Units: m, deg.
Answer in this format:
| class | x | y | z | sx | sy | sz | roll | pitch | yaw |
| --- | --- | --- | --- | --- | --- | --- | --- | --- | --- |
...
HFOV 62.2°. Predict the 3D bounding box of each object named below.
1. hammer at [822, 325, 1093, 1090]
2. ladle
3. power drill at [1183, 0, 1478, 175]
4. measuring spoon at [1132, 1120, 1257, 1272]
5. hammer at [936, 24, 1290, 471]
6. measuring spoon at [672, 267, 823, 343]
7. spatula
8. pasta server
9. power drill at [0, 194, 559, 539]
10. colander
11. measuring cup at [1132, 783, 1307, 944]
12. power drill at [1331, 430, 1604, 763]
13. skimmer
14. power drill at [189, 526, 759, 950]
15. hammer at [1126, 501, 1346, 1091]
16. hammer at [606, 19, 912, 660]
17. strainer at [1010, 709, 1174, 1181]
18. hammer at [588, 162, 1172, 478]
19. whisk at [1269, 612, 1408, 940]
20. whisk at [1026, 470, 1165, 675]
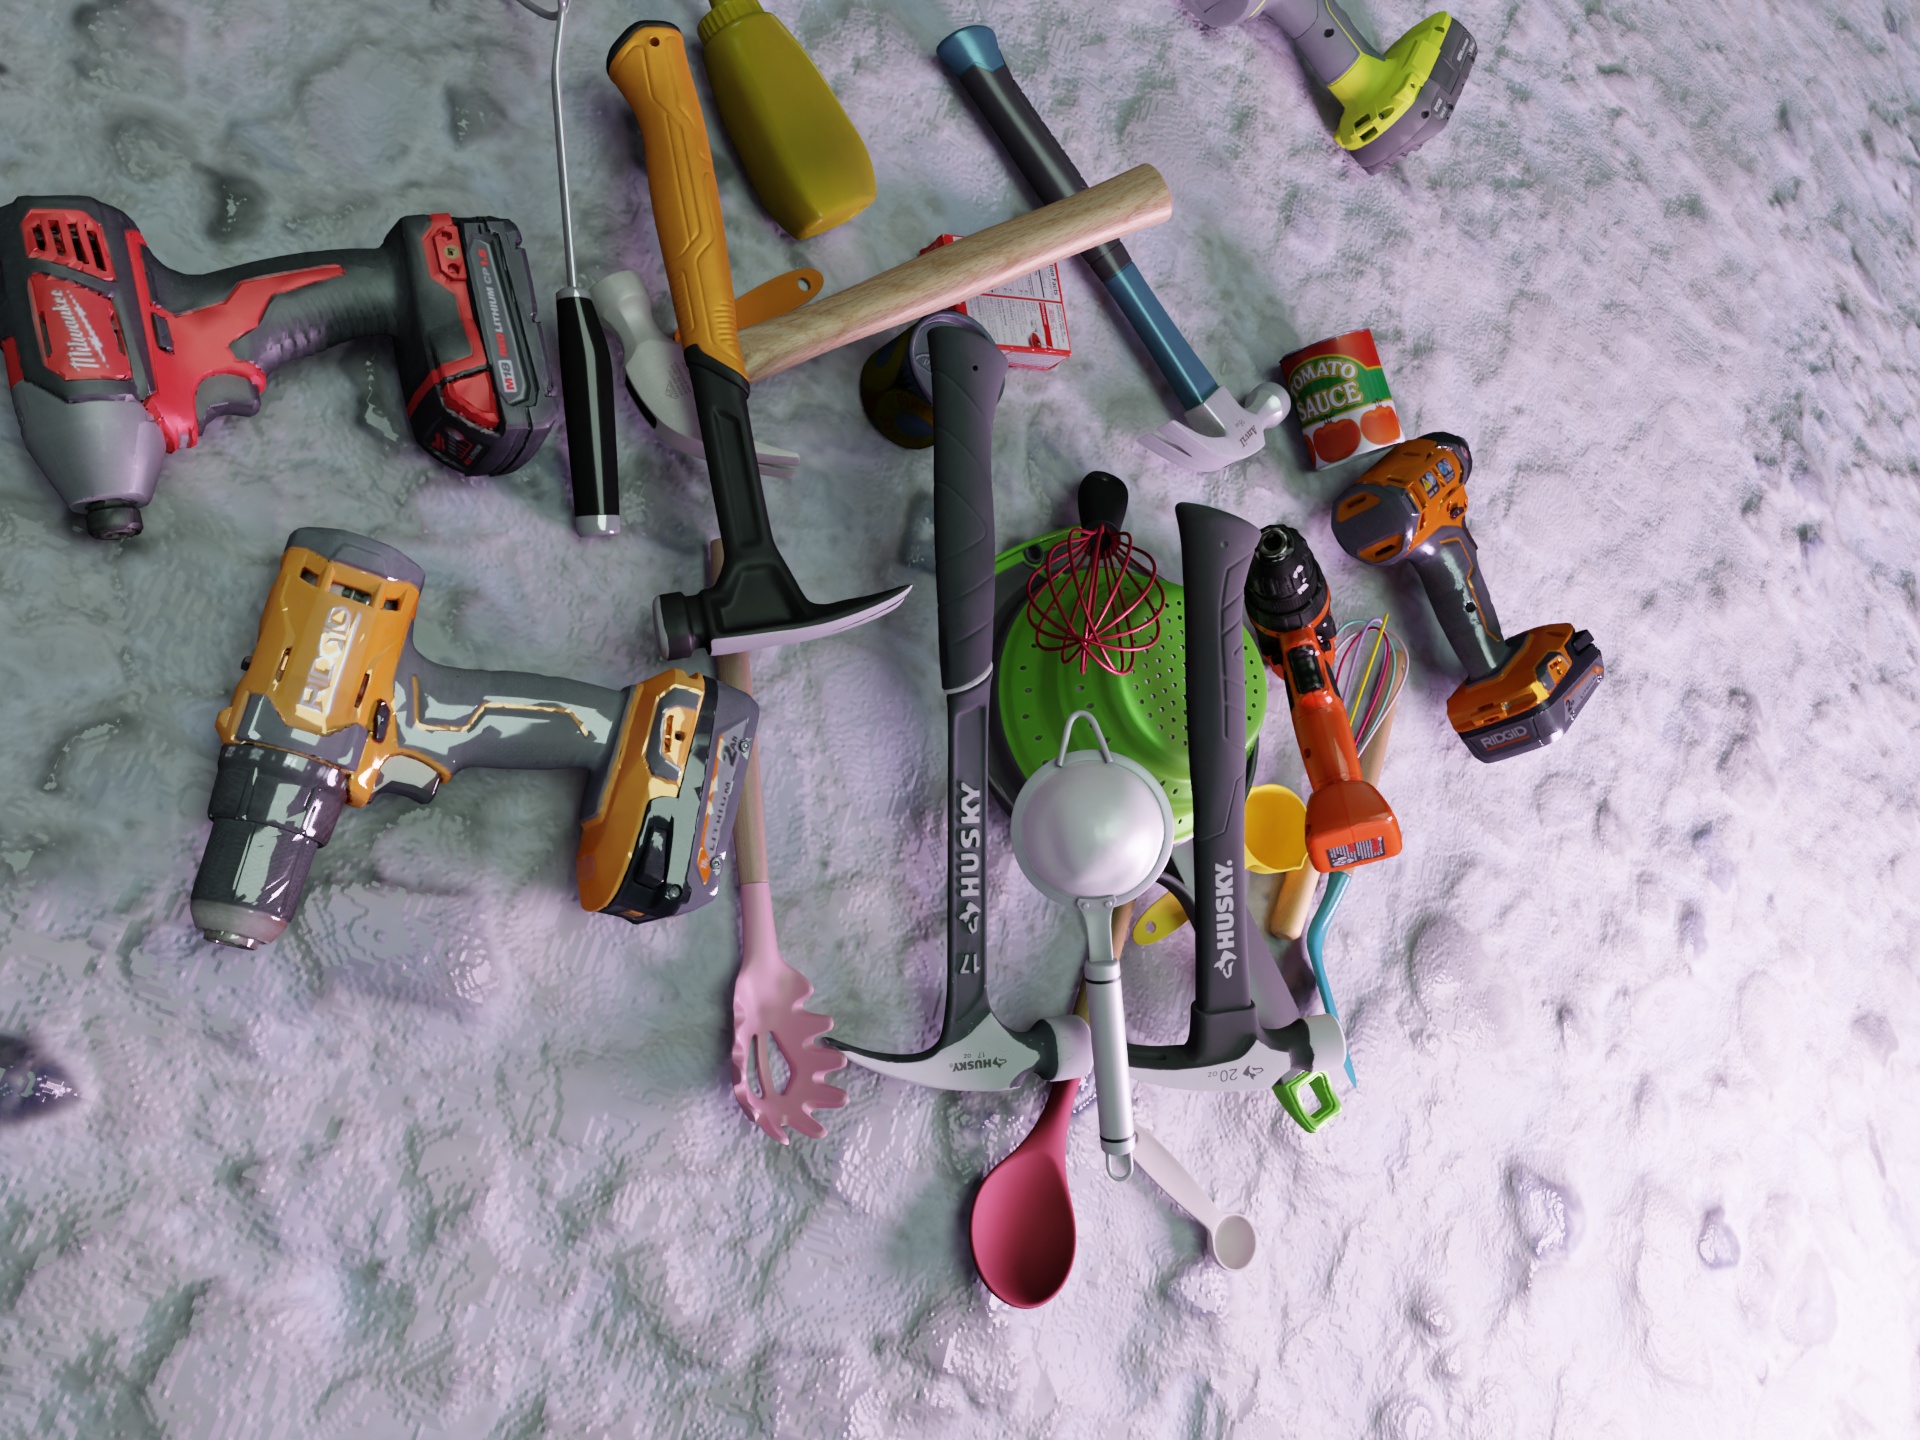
| class | x | y | z | sx | sy | sz | roll | pitch | yaw |
| --- | --- | --- | --- | --- | --- | --- | --- | --- | --- |
| hammer | -0.001 | -0.003 | 0.851 | 0.149 | 0.036 | 0.409 | -2 | 93 | -23 |
| ladle | 0.070 | 0.181 | 0.924 | 0.069 | 0.031 | 0.316 | 29 | 63 | -18 |
| power drill | 0.278 | -0.544 | 1.192 | 0.228 | 0.080 | 0.191 | 37 | 62 | -19 |
| measuring spoon | 0.131 | 0.283 | 0.954 | 0.124 | 0.018 | 0.034 | 47 | 58 | -9 |
| hammer | 0.095 | -0.305 | 1.039 | 0.331 | 0.033 | 0.128 | 53 | 50 | -12 |
| measuring spoon | -0.119 | -0.230 | 0.897 | 0.117 | 0.011 | 0.021 | -40 | 101 | -37 |
| spatula | 0.272 | 0.085 | 1.071 | 0.082 | 0.044 | 0.318 | 56 | 47 | -49 |
| pasta server | -0.106 | 0.057 | 0.825 | 0.060 | 0.040 | 0.316 | 0 | 79 | -35 |
| power drill | -0.304 | -0.159 | 0.716 | 0.219 | 0.078 | 0.143 | -10 | 86 | -32 |
| colander | 0.148 | 0.058 | 0.935 | 0.204 | 0.094 | 0.397 | -26 | 89 | -31 |
| measuring cup | 0.159 | 0.096 | 1.007 | 0.156 | 0.029 | 0.062 | -34 | 93 | -25 |
| power drill | 0.372 | -0.102 | 1.155 | 0.164 | 0.084 | 0.226 | -39 | 99 | -42 |
| skimmer | -0.229 | -0.272 | 0.793 | 0.090 | 0.127 | 0.363 | -6 | 95 | -12 |
| power drill | -0.222 | 0.033 | 0.728 | 0.226 | 0.084 | 0.185 | 20 | 70 | -25 |
| hammer | 0.136 | 0.048 | 0.869 | 0.146 | 0.035 | 0.334 | -6 | 105 | -8 |
| hammer | -0.120 | -0.201 | 0.812 | 0.127 | 0.034 | 0.337 | -10 | 81 | -14 |
| strainer | 0.076 | 0.125 | 0.845 | 0.087 | 0.050 | 0.258 | -5 | 100 | 3 |
| hammer | -0.026 | -0.235 | 0.875 | 0.331 | 0.031 | 0.130 | -26 | 85 | -16 |
| whisk | 0.251 | 0.032 | 1.069 | 0.051 | 0.047 | 0.245 | 28 | 69 | -14 |
| whisk | 0.077 | -0.095 | 0.884 | 0.073 | 0.073 | 0.296 | 51 | 19 | -14 |
